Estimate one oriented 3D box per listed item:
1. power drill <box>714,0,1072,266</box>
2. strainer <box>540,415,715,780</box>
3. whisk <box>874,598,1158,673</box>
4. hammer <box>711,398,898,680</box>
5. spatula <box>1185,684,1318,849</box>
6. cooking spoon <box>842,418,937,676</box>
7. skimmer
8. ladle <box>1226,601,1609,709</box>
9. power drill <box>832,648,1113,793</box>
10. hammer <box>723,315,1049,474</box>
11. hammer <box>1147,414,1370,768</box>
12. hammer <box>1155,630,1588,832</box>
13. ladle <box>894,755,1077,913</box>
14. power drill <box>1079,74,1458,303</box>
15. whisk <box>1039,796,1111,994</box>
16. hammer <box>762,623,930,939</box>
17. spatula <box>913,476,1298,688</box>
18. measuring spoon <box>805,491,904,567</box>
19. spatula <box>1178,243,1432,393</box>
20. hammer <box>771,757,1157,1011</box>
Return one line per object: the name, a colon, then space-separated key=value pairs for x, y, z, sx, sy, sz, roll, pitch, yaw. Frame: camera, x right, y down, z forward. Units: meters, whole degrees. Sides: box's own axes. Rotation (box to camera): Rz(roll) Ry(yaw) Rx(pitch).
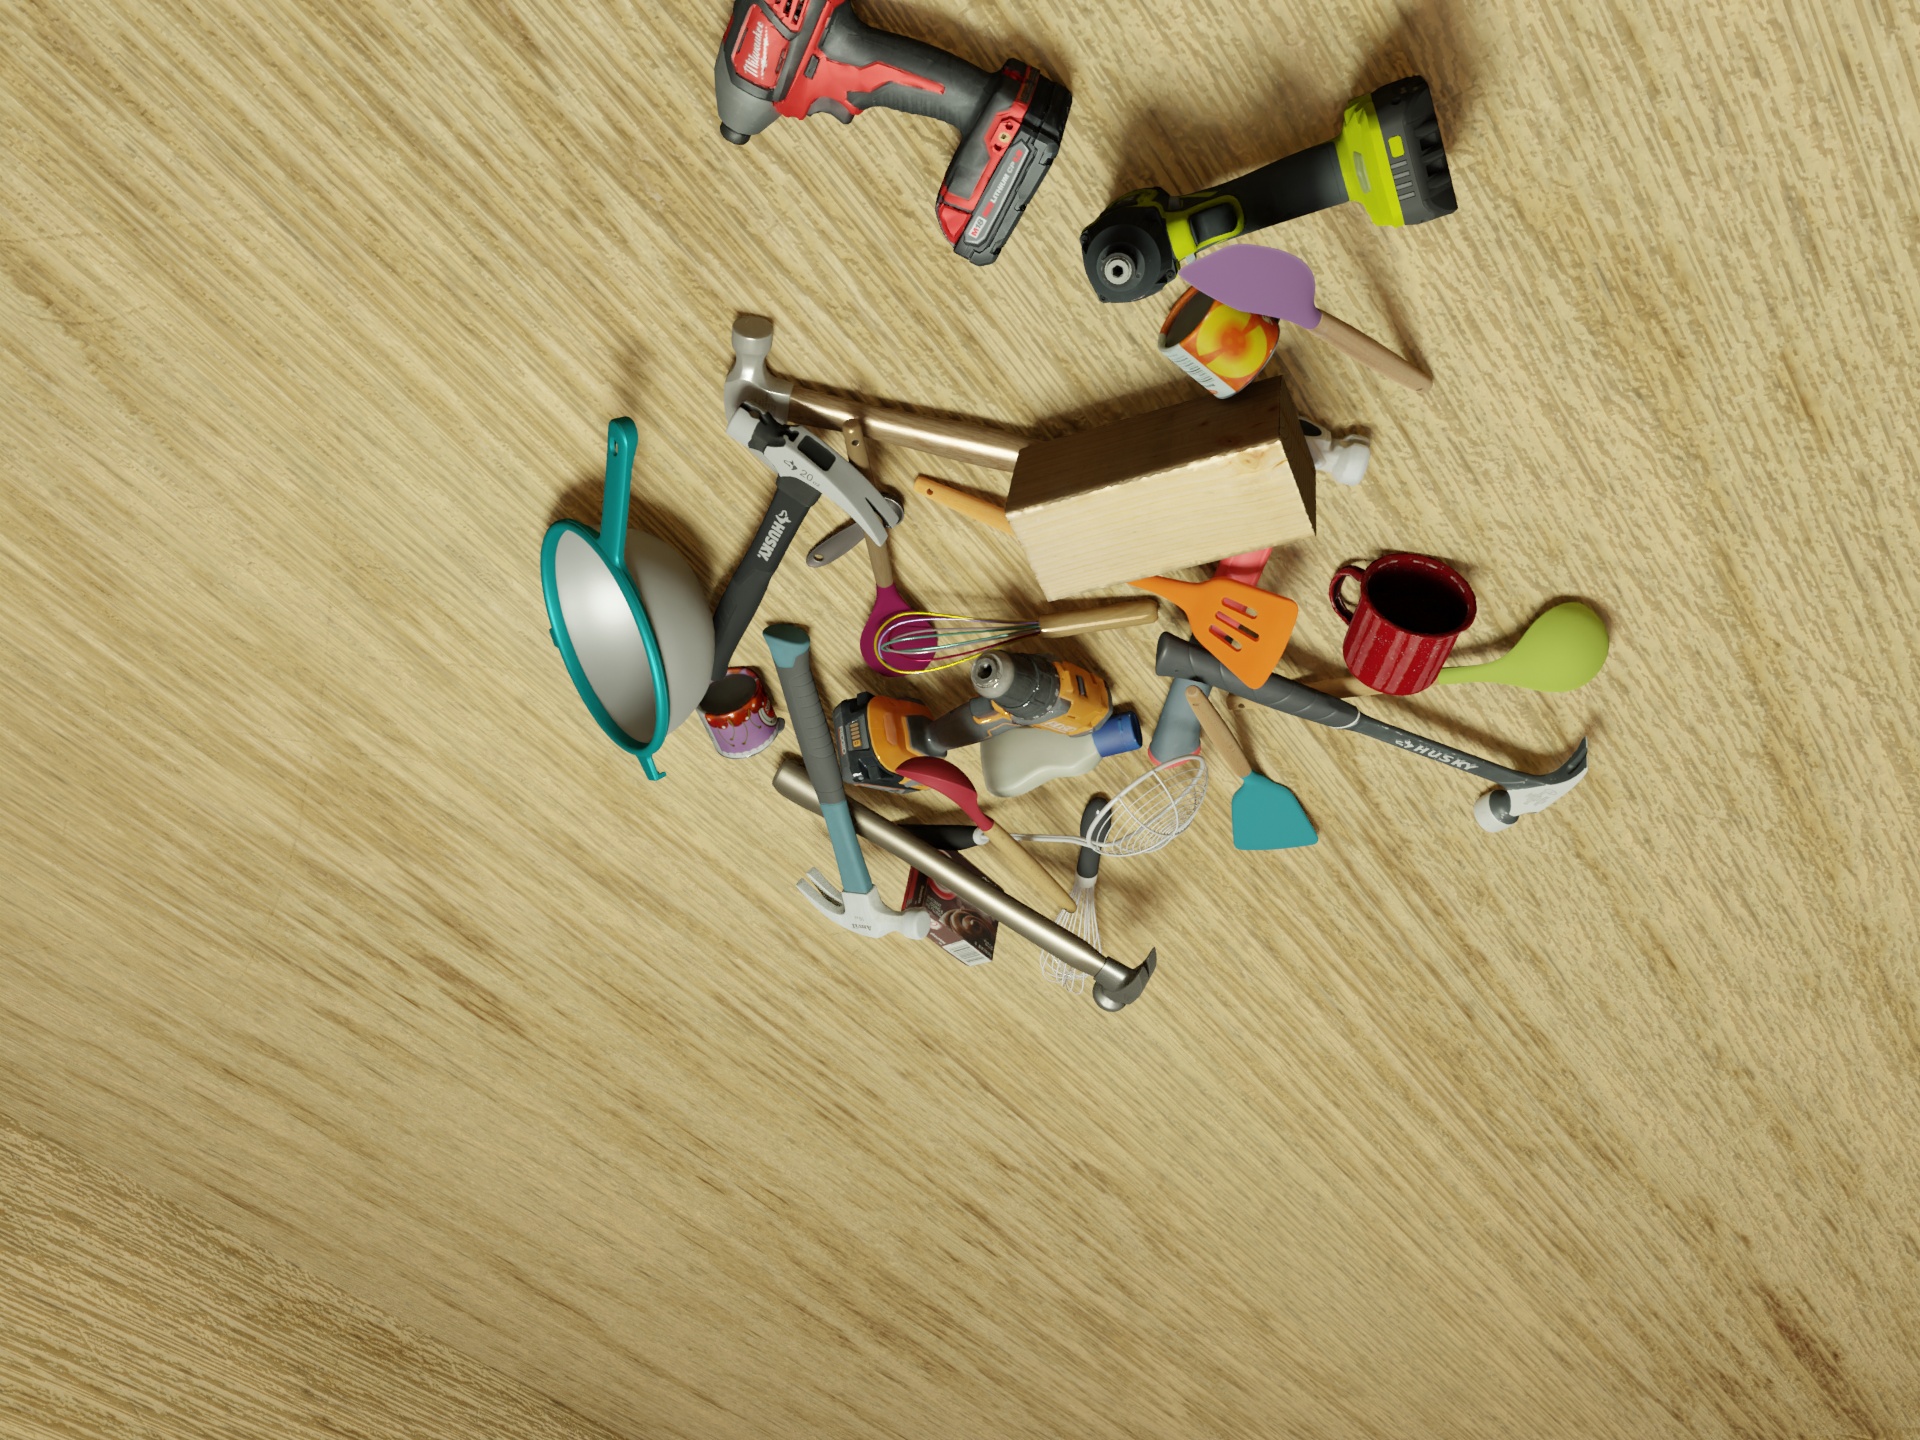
power drill: x=-0.051 y=-0.396 z=1.029 sx=0.219 sy=0.079 sz=0.143 roll=26 pitch=135 yaw=-12
strainer: x=-0.257 y=-0.123 z=1.314 sx=0.095 sy=0.211 sz=0.340 roll=-23 pitch=150 yaw=-31
whisk: x=0.046 y=-0.080 z=1.358 sx=0.245 sy=0.047 sz=0.051 roll=-8 pitch=157 yaw=5
hammer: x=-0.166 y=-0.123 z=1.332 sx=0.146 sy=0.035 sz=0.334 roll=33 pitch=144 yaw=-5
spatula: x=0.250 y=0.045 z=1.427 sx=0.082 sy=0.044 sz=0.317 roll=-6 pitch=155 yaw=22
cooking spoon: x=-0.066 y=-0.133 z=1.324 sx=0.069 sy=0.017 sz=0.318 roll=-10 pitch=145 yaw=0
skimmer: x=0.067 y=0.081 z=1.506 sx=0.363 sy=0.090 sz=0.127 roll=-3 pitch=-179 yaw=40
ladle: x=0.382 y=-0.043 z=1.356 sx=0.320 sy=0.062 sz=0.078 roll=-8 pitch=131 yaw=28
power drill: x=-0.002 y=-0.004 z=1.389 sx=0.226 sy=0.084 sz=0.185 roll=-17 pitch=163 yaw=27
hammer: x=-0.021 y=-0.220 z=1.241 sx=0.331 sy=0.031 sz=0.130 roll=12 pitch=137 yaw=-3
hammer: x=0.205 y=-0.097 z=1.326 sx=0.143 sy=0.038 sz=0.386 roll=13 pitch=137 yaw=-2
hammer: x=0.346 y=0.003 z=1.358 sx=0.408 sy=0.036 sz=0.149 roll=19 pitch=151 yaw=-16
ladle: x=0.036 y=0.107 z=1.442 sx=0.069 sy=0.031 sz=0.315 roll=11 pitch=157 yaw=37
power drill: x=0.187 y=-0.321 z=0.993 sx=0.223 sy=0.171 sz=0.080 roll=-15 pitch=111 yaw=19
whisk: x=0.124 y=0.179 z=1.632 sx=0.070 sy=0.070 sz=0.284 roll=8 pitch=132 yaw=3
hammer: x=-0.122 y=0.062 z=1.490 sx=0.128 sy=0.033 sz=0.330 roll=2 pitch=120 yaw=30
spatula: x=0.110 y=-0.125 z=1.274 sx=0.322 sy=0.041 sz=0.081 roll=23 pitch=116 yaw=2
measuring spoon: x=-0.091 y=-0.160 z=1.336 sx=0.034 sy=0.018 sz=0.124 roll=35 pitch=139 yaw=-26
spatula: x=0.242 y=-0.256 z=1.036 sx=0.060 sy=0.018 sz=0.315 roll=-16 pitch=166 yaw=36
hammer: x=-0.001 y=0.150 z=1.532 sx=0.410 sy=0.038 sz=0.146 roll=31 pitch=157 yaw=5
